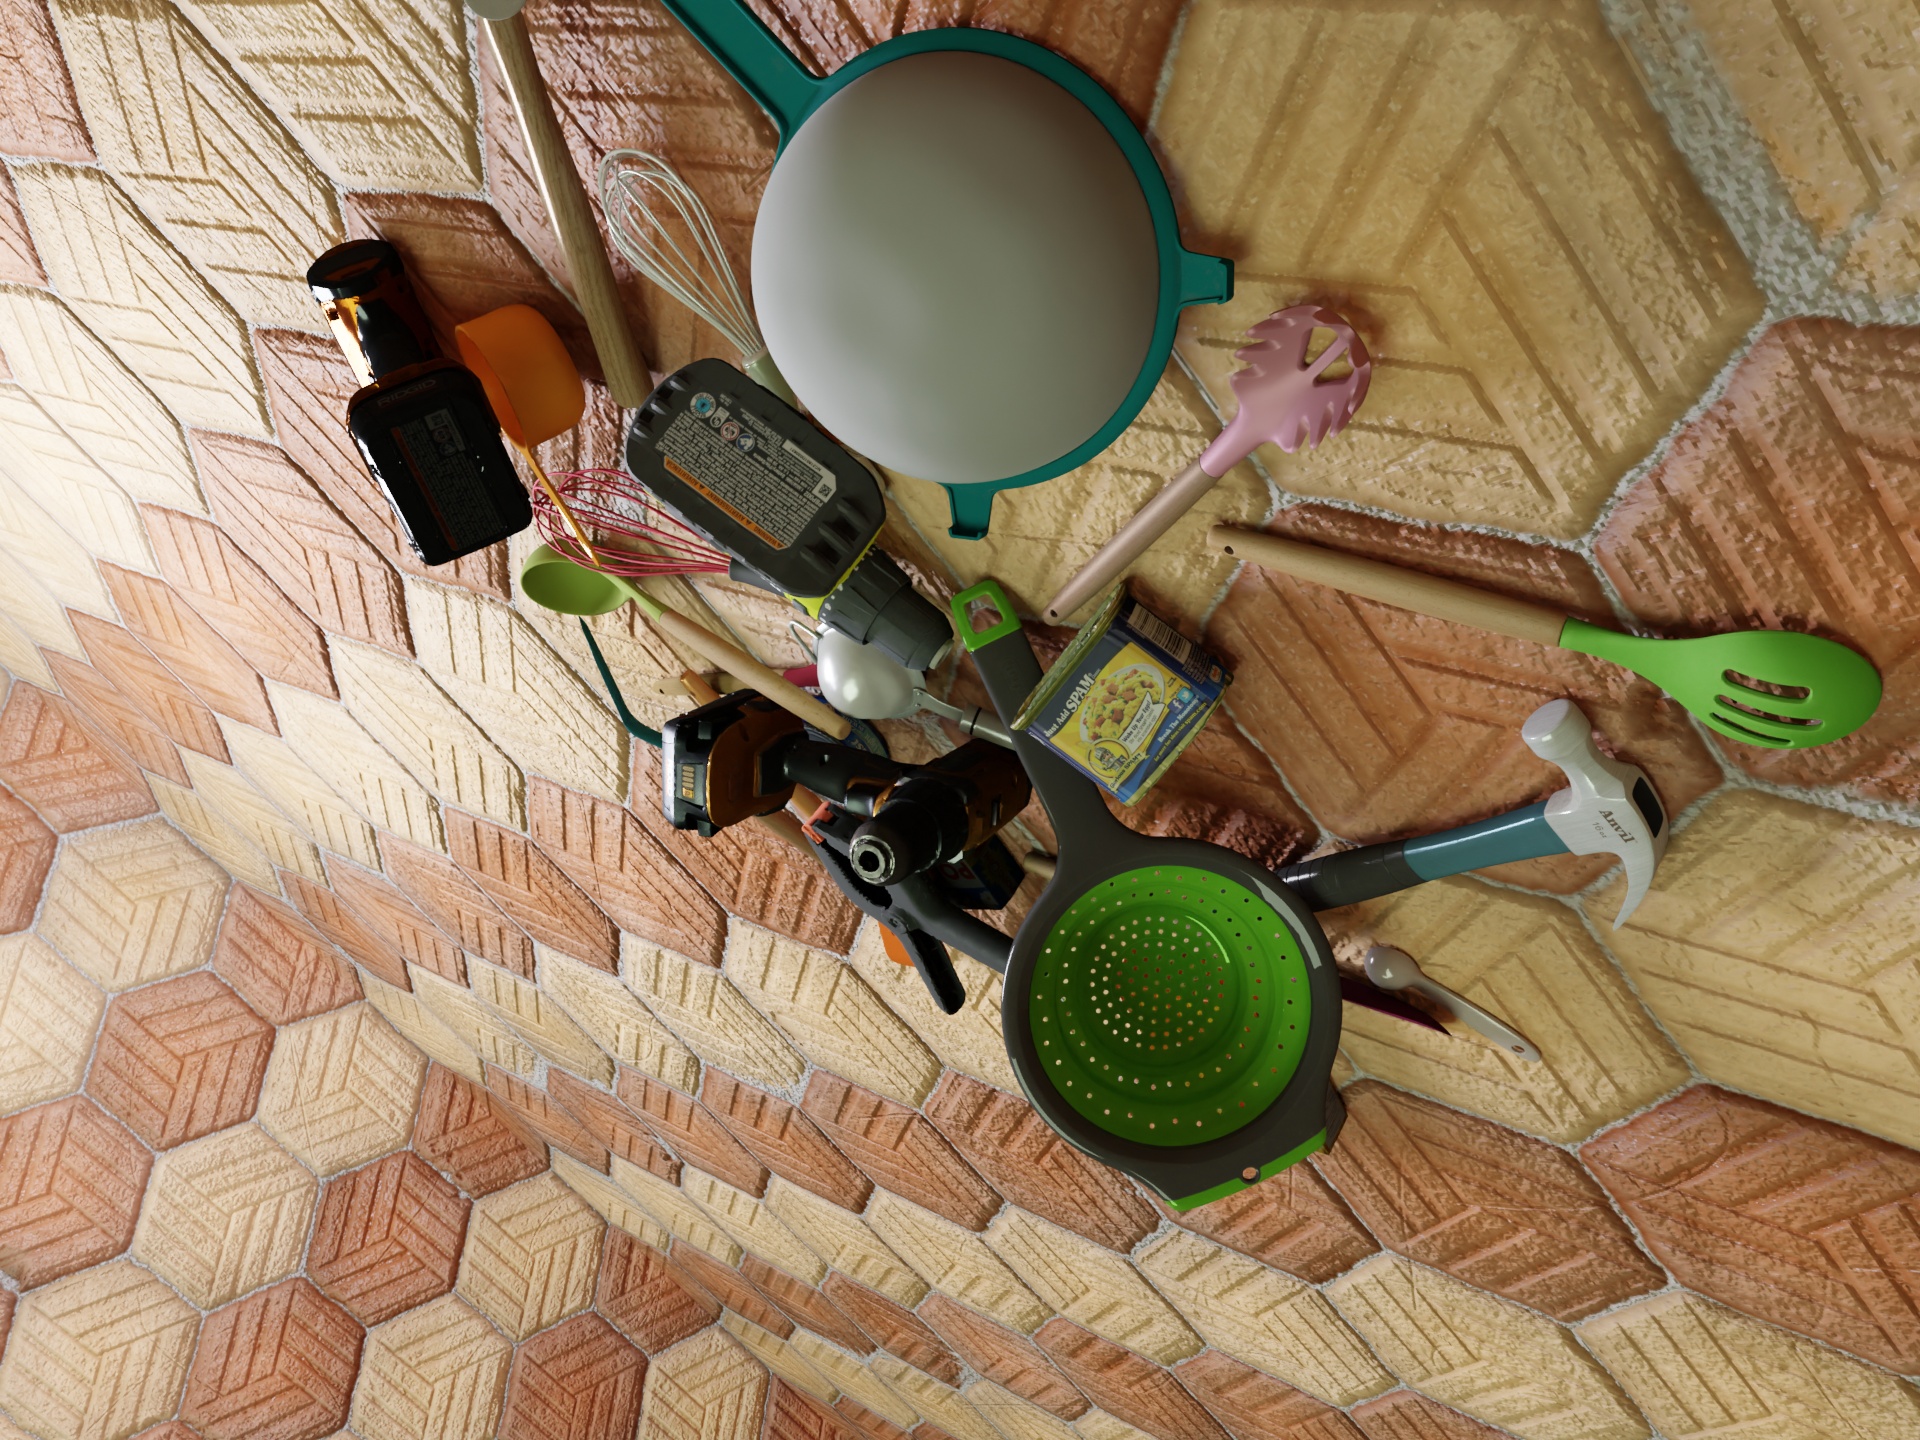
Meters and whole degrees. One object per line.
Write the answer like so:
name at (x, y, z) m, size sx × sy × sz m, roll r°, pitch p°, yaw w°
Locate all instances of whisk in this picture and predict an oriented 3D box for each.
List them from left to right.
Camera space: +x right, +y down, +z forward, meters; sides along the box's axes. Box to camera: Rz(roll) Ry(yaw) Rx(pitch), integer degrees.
whisk at (-0.166, -0.111, 1.067) m, size 0.296 × 0.073 × 0.073 m, roll 18°, pitch 144°, yaw 18°
whisk at (-0.118, -0.214, 0.896) m, size 0.059 × 0.058 × 0.246 m, roll -12°, pitch 129°, yaw 41°

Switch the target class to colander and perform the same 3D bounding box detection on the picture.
colander at (0.092, 0.098, 0.994) m, size 0.094 × 0.204 × 0.397 m, roll -13°, pitch -102°, yaw -88°

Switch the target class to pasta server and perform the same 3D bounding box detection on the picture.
pasta server at (0.109, -0.113, 0.807) m, size 0.060 × 0.040 × 0.316 m, roll 51°, pitch 149°, yaw 2°

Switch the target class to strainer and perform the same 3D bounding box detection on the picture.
strainer at (-0.058, -0.237, 0.704) m, size 0.340 × 0.095 × 0.211 m, roll 46°, pitch 126°, yaw -5°
strainer at (-0.002, -0.003, 1.027) m, size 0.258 × 0.050 × 0.086 m, roll 20°, pitch 143°, yaw 7°

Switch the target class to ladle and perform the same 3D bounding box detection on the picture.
ladle at (-0.196, -0.052, 1.111) m, size 0.320 × 0.062 × 0.078 m, roll 31°, pitch 169°, yaw 34°
ladle at (-0.140, -0.031, 1.167) m, size 0.315 × 0.031 × 0.069 m, roll -2°, pitch 127°, yaw 48°

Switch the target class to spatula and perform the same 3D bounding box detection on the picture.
spatula at (-0.190, 0.035, 1.265) m, size 0.317 × 0.044 × 0.082 m, roll 40°, pitch -178°, yaw -25°
spatula at (-0.116, 0.081, 1.257) m, size 0.081 × 0.041 × 0.322 m, roll -7°, pitch 132°, yaw 49°

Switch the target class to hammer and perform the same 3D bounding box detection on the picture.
hammer at (-0.220, -0.297, 0.865) m, size 0.331 × 0.031 × 0.130 m, roll 82°, pitch 164°, yaw -58°
hammer at (0.253, 0.081, 0.915) m, size 0.128 × 0.033 × 0.331 m, roll 46°, pitch 147°, yaw -11°

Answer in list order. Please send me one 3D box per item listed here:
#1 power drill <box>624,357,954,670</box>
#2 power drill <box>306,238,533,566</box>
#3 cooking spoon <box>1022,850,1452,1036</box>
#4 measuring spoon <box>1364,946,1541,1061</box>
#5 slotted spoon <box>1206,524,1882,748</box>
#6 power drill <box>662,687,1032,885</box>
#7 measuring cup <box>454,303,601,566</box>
power drill at (-0.089, -0.105, 0.905) m, size 0.190 × 0.080 × 0.228 m, roll 37°, pitch 177°, yaw 6°
power drill at (-0.353, -0.199, 1.045) m, size 0.227 × 0.084 × 0.164 m, roll 54°, pitch 164°, yaw 42°
cooking spoon at (0.179, 0.149, 1.080) m, size 0.319 × 0.017 × 0.068 m, roll 20°, pitch 176°, yaw 29°
measuring spoon at (0.309, 0.184, 1.002) m, size 0.124 × 0.018 × 0.034 m, roll 32°, pitch 147°, yaw 8°
slotted spoon at (0.259, -0.047, 0.753) m, size 0.314 × 0.031 × 0.070 m, roll 20°, pitch 144°, yaw 28°
power drill at (-0.087, 0.047, 1.042) m, size 0.226 × 0.185 × 0.084 m, roll 11°, pitch 109°, yaw 22°
measuring cup at (-0.260, -0.187, 1.031) m, size 0.173 × 0.052 × 0.095 m, roll 62°, pitch 161°, yaw -18°
